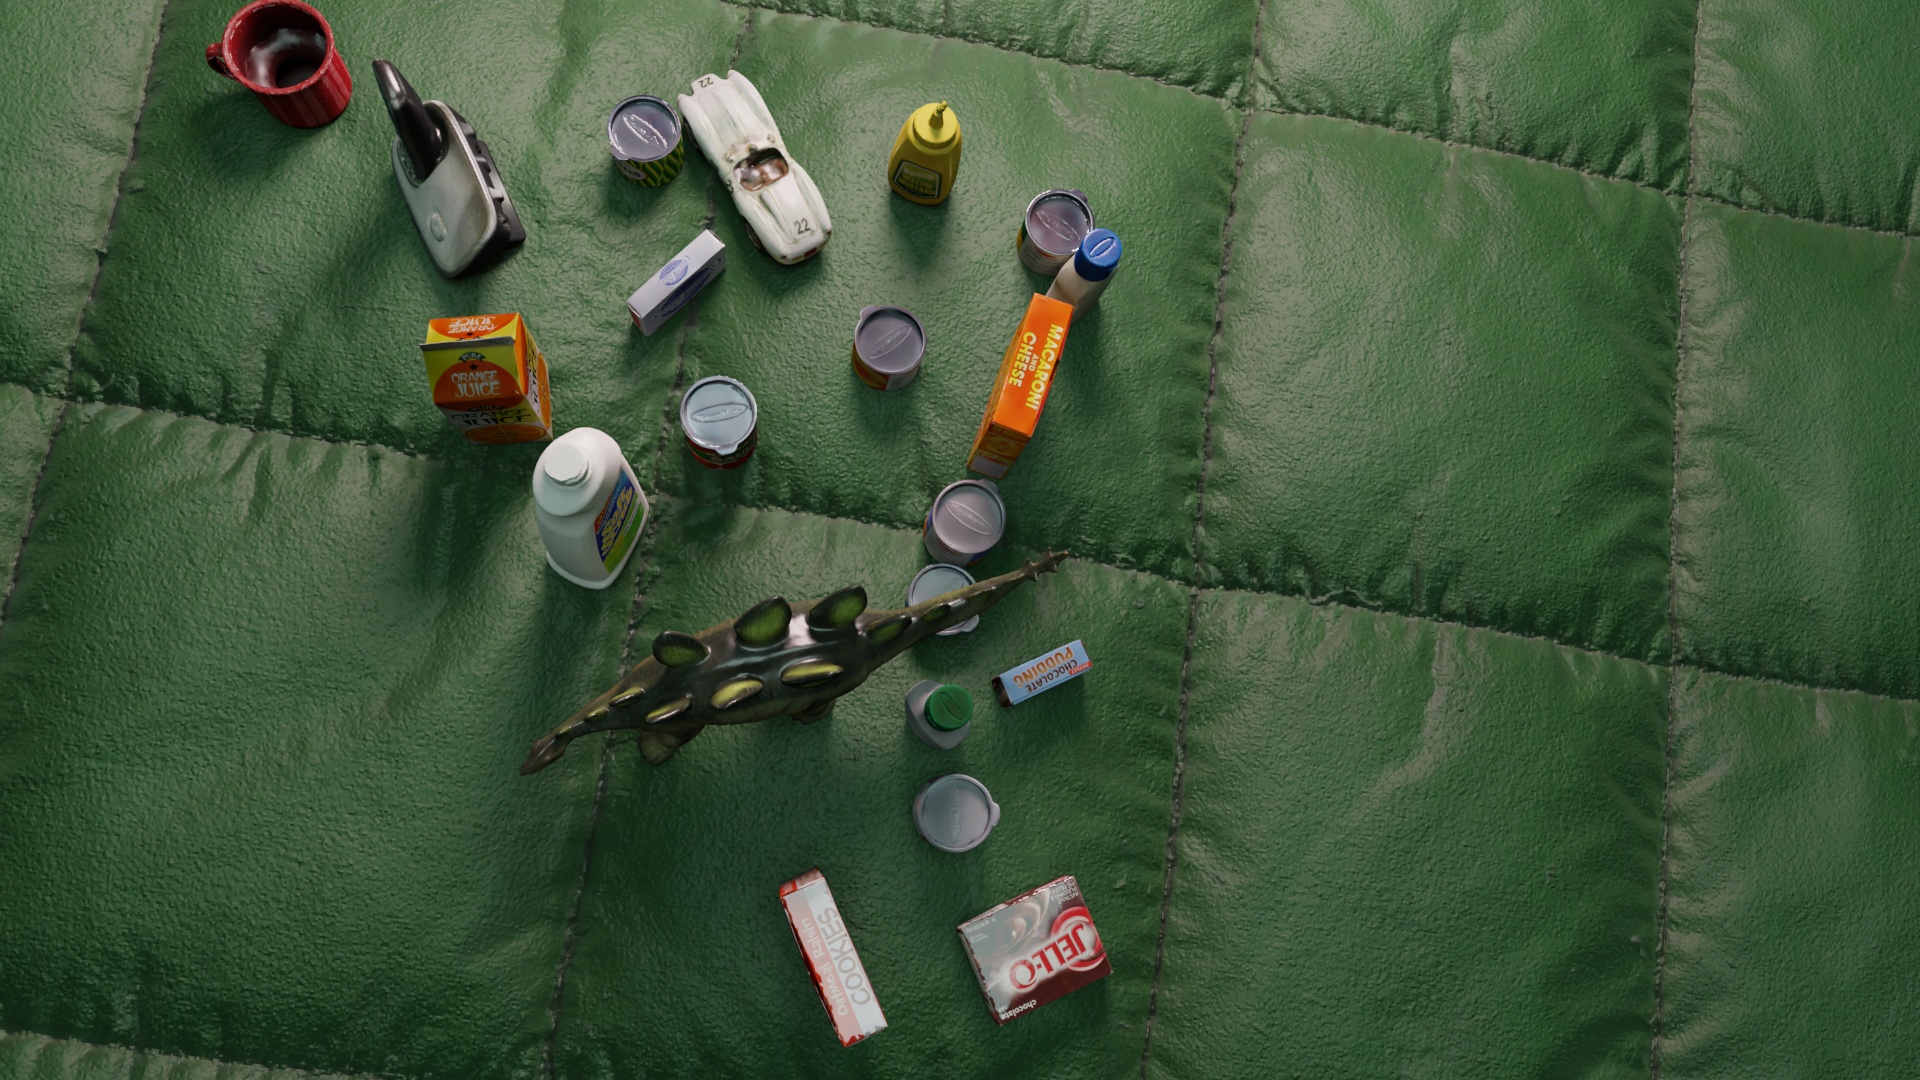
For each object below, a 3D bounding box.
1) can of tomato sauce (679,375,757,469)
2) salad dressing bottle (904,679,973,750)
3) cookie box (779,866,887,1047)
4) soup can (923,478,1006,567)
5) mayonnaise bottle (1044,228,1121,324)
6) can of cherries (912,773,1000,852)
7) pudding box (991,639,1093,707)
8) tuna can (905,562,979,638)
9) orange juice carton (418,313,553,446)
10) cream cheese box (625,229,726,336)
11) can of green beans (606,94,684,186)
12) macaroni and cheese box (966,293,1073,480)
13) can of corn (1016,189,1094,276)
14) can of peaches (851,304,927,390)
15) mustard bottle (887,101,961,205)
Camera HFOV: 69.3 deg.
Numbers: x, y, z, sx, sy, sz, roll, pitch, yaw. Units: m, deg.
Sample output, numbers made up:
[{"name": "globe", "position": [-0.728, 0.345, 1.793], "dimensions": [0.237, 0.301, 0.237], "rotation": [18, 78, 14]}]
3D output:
[{"name": "can of tomato sauce", "position": [-0.213, -0.102, 1.239], "dimensions": [0.071, 0.083, 0.071], "rotation": [1, 80, -7]}, {"name": "salad dressing bottle", "position": [-0.016, 0.147, 1.185], "dimensions": [0.044, 0.147, 0.064], "rotation": [-37, 86, -12]}, {"name": "cookie box", "position": [-0.107, 0.333, 1.127], "dimensions": [0.040, 0.167, 0.123], "rotation": [-24, 84, -11]}, {"name": "soup can", "position": [0.004, -0.016, 1.251], "dimensions": [0.071, 0.083, 0.071], "rotation": [1, 80, -7]}, {"name": "mayonnaise bottle", "position": [0.114, -0.242, 1.276], "dimensions": [0.065, 0.148, 0.041], "rotation": [-39, 87, -12]}, {"name": "can of cherries", "position": [-0.004, 0.239, 1.215], "dimensions": [0.071, 0.058, 0.071], "rotation": [1, 79, -7]}, {"name": "pudding box", "position": [0.073, 0.121, 1.252], "dimensions": [0.084, 0.049, 0.030], "rotation": [-23, 84, -11]}, {"name": "tuna can", "position": [-0.015, 0.057, 1.261], "dimensions": [0.071, 0.032, 0.071], "rotation": [1, 79, -7]}, {"name": "orange juice carton", "position": [-0.395, -0.138, 1.165], "dimensions": [0.072, 0.192, 0.073], "rotation": [-5, 81, -8]}, {"name": "cream cheese box", "position": [-0.259, -0.236, 1.273], "dimensions": [0.024, 0.053, 0.104], "rotation": [44, 77, 2]}, {"name": "can of green beans", "position": [-0.292, -0.371, 1.292], "dimensions": [0.071, 0.057, 0.071], "rotation": [1, 79, -7]}, {"name": "macaroni and cheese box", "position": [0.052, -0.133, 1.237], "dimensions": [0.040, 0.166, 0.124], "rotation": [19, 78, -4]}, {"name": "can of corn", "position": [0.092, -0.295, 1.329], "dimensions": [0.071, 0.058, 0.071], "rotation": [1, 79, -7]}, {"name": "can of peaches", "position": [-0.068, -0.179, 1.286], "dimensions": [0.071, 0.058, 0.071], "rotation": [1, 79, -7]}, {"name": "mustard bottle", "position": [-0.030, -0.360, 1.273], "dimensions": [0.065, 0.160, 0.049], "rotation": [19, 78, -4]}]
